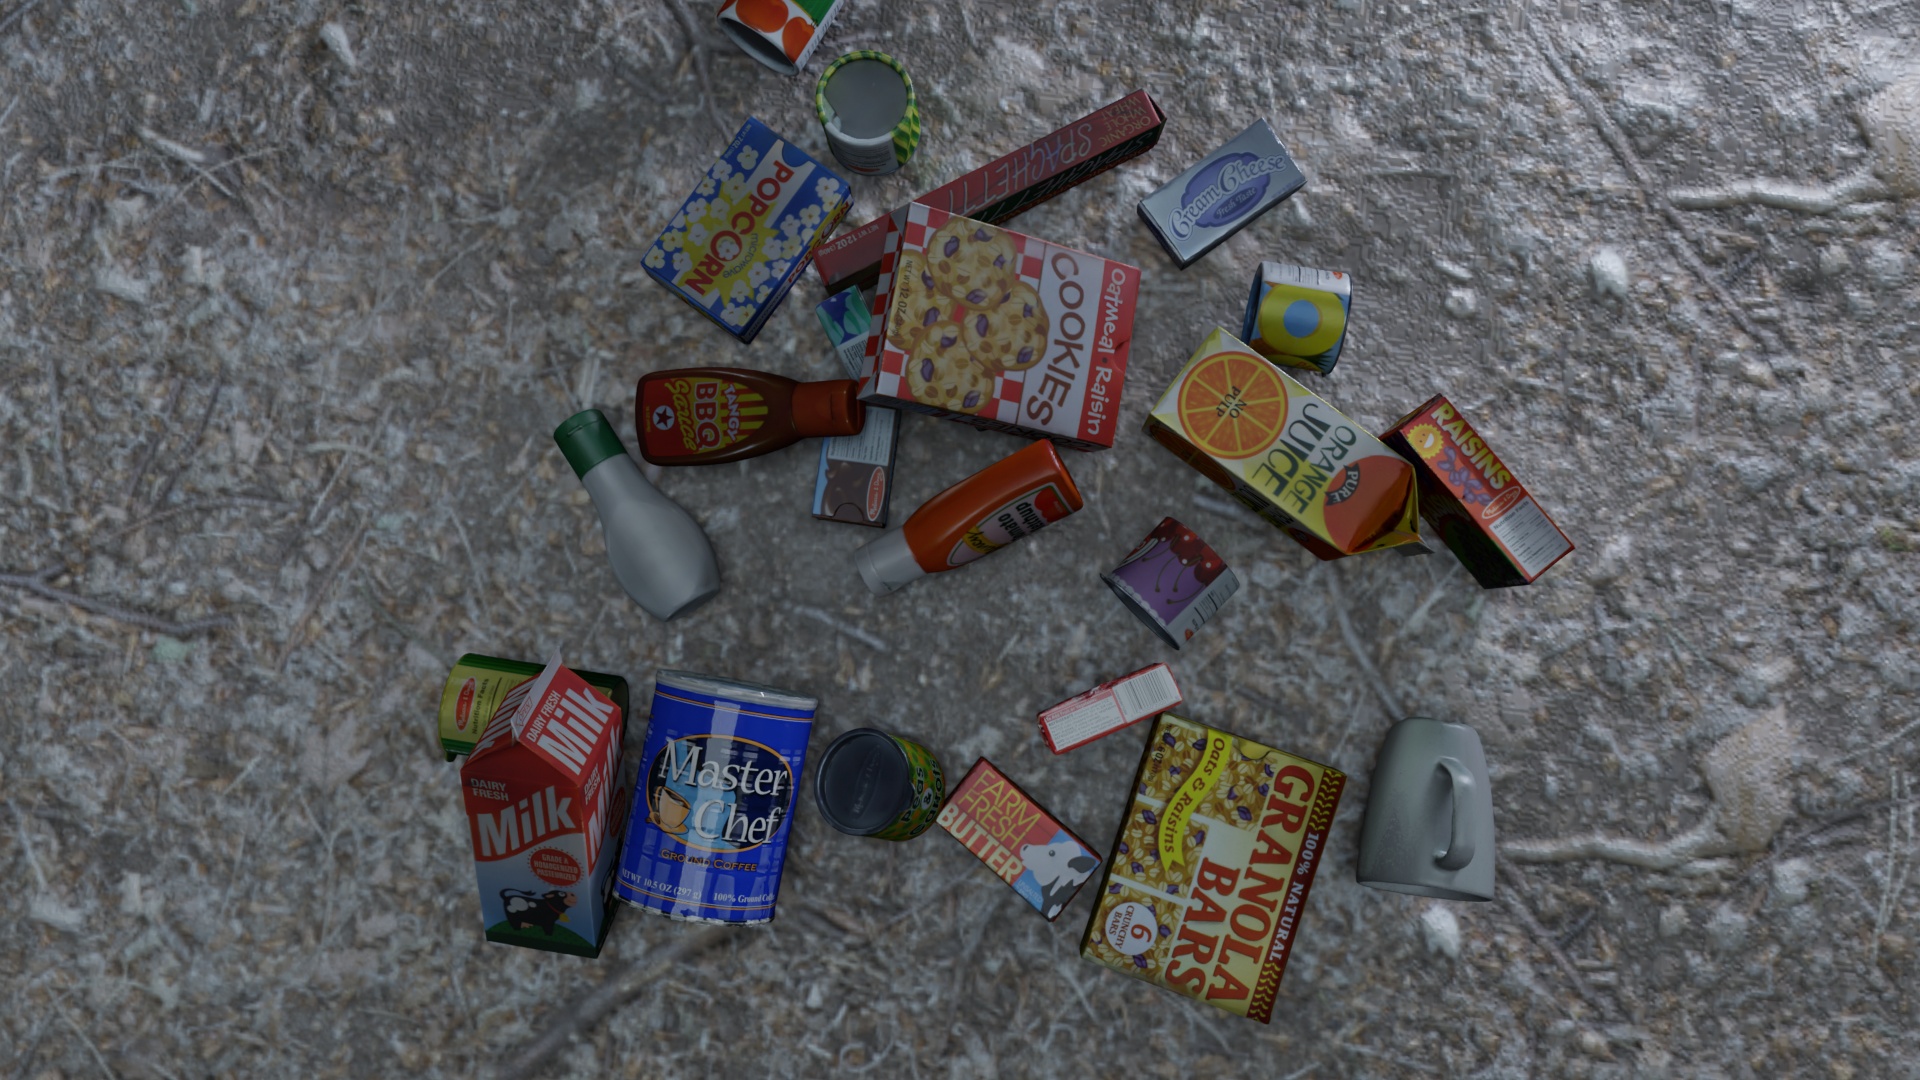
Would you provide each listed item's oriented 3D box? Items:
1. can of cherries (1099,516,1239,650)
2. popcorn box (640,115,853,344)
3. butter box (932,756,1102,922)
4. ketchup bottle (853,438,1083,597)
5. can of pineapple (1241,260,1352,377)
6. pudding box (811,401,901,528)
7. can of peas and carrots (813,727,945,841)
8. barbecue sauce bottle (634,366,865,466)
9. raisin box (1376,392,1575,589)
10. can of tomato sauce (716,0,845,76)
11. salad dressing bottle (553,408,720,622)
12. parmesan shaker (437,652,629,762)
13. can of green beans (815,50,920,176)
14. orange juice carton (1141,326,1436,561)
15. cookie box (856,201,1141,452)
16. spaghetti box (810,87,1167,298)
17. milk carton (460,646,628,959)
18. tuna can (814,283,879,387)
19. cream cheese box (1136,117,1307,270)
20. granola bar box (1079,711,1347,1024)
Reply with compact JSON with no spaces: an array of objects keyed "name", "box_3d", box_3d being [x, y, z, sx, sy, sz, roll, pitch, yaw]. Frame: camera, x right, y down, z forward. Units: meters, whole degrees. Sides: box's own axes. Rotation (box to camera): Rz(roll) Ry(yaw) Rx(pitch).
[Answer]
[{"name":"can of cherries","box_3d":[0.134,0.025,0.892,0.071,0.071,0.058,44,88,5]},{"name":"popcorn box","box_3d":[-0.143,-0.208,0.938,0.085,0.038,0.127,36,87,6]},{"name":"butter box","box_3d":[0.037,0.192,0.899,0.103,0.024,0.053,40,88,5]},{"name":"ketchup bottle","box_3d":[0.003,-0.011,0.904,0.149,0.064,0.044,-27,60,8]},{"name":"can of pineapple","box_3d":[0.218,-0.144,0.906,0.058,0.071,0.071,10,85,3]},{"name":"pudding box","box_3d":[-0.069,-0.052,0.924,0.050,0.030,0.083,7,85,2]},{"name":"can of peas and carrots","box_3d":[-0.048,0.156,0.878,0.071,0.058,0.071,-7,72,22]},{"name":"barbecue sauce bottle","box_3d":[-0.137,-0.083,0.905,0.148,0.044,0.065,-2,92,17]},{"name":"raisin box","box_3d":[0.320,-0.029,0.880,0.040,0.086,0.123,-39,85,0]},{"name":"can of tomato sauce","box_3d":[-0.117,-0.369,0.938,0.071,0.071,0.083,31,87,5]},{"name":"salad dressing bottle","box_3d":[-0.216,-0.018,0.920,0.064,0.044,0.148,-34,83,1]},{"name":"parmesan shaker","box_3d":[-0.274,0.115,0.897,0.103,0.071,0.071,8,85,2]},{"name":"can of green beans","box_3d":[-0.061,-0.286,0.933,0.071,0.058,0.071,0,85,2]},{"name":"orange juice carton","box_3d":[0.217,-0.048,0.893,0.193,0.072,0.073,37,88,5]},{"name":"cookie box","box_3d":[0.028,-0.133,0.891,0.167,0.040,0.123,11,85,-22]},{"name":"spaghetti box","box_3d":[0.019,-0.229,0.929,0.250,0.050,0.028,-26,86,-1]},{"name":"milk carton","box_3d":[-0.248,0.158,0.839,0.073,0.073,0.189,8,123,3]},{"name":"tuna can","box_3d":[-0.068,-0.134,0.916,0.033,0.071,0.071,-27,84,1]},{"name":"cream cheese box","box_3d":[0.176,-0.233,0.936,0.104,0.024,0.053,-34,84,-1]},{"name":"granola bar box","box_3d":[0.160,0.206,0.886,0.124,0.039,0.165,19,86,3]}]
